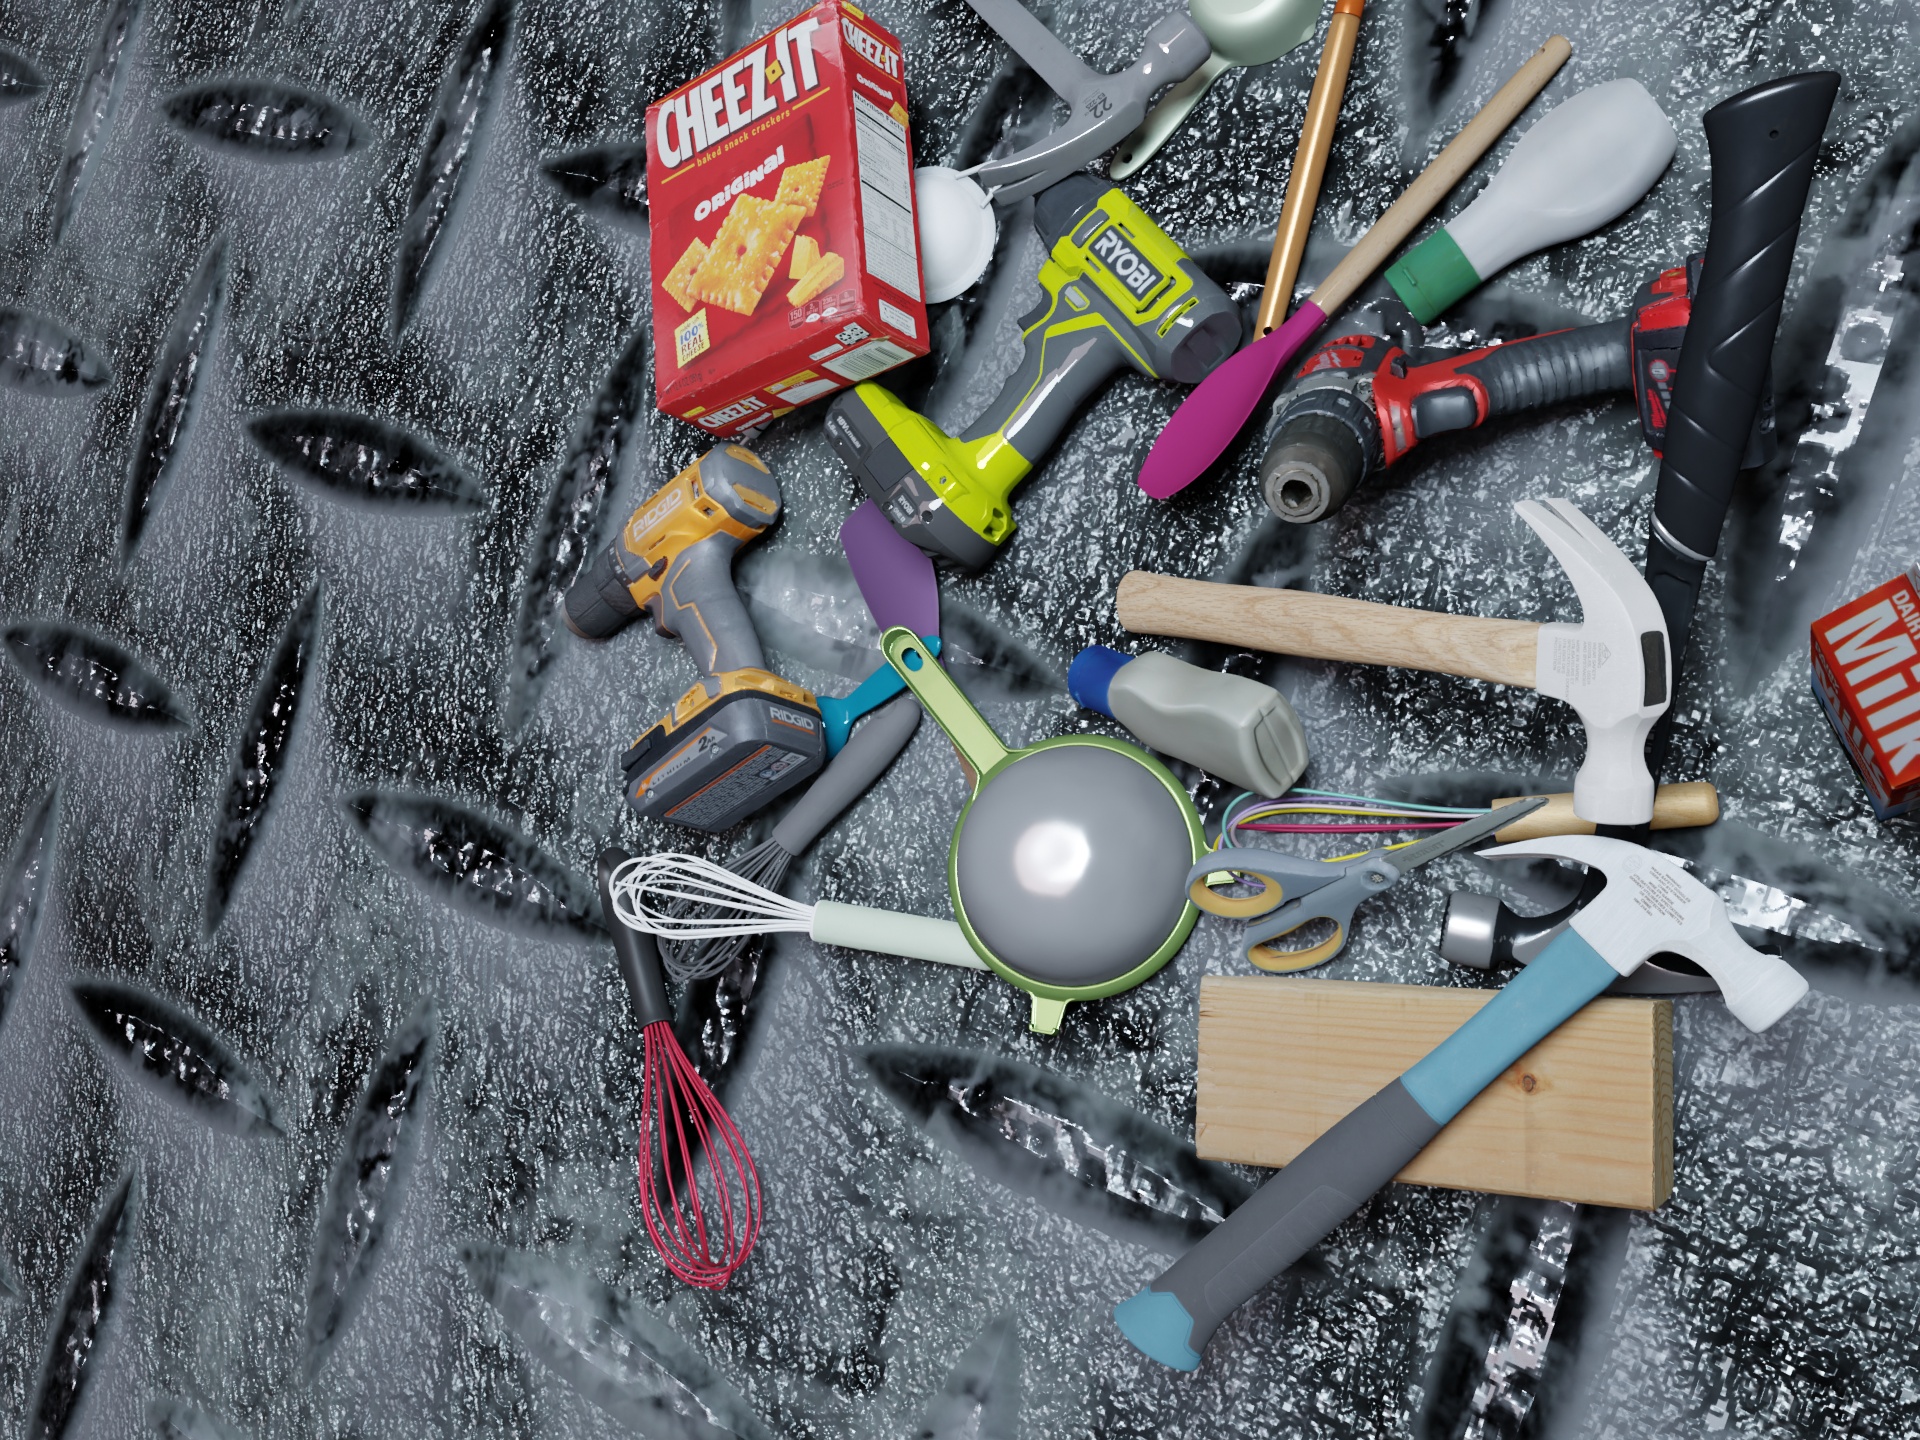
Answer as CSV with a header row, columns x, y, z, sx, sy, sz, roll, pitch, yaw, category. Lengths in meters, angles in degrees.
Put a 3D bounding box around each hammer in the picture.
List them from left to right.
x,y,z,sx,sy,sz,roll,pitch,yaw,category
-0.014,-0.475,0.998,0.144,0.035,0.406,-40,59,9,hammer
0.188,-0.046,0.770,0.331,0.031,0.130,16,110,55,hammer
0.196,0.179,0.707,0.331,0.033,0.128,-46,64,14,hammer
0.310,-0.058,0.681,0.149,0.036,0.408,11,115,19,hammer

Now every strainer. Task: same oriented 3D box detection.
x,y,z,sx,sy,sz,roll,pitch,yaw,category
-0.069,-0.264,1.023,0.258,0.050,0.087,-43,79,20,strainer
0.025,0.037,0.888,0.151,0.069,0.256,-41,70,6,strainer

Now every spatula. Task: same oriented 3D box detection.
x,y,z,sx,sy,sz,roll,pitch,yaw,category
-0.002,-0.003,0.956,0.059,0.018,0.316,-37,66,32,spatula
0.203,-0.358,0.860,0.081,0.041,0.322,14,99,5,spatula

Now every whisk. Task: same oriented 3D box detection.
x,y,z,sx,sy,sz,roll,pitch,yaw,category
-0.187,0.212,1.007,0.073,0.073,0.296,-32,63,21,whisk
-0.107,0.074,0.989,0.239,0.055,0.055,-47,64,11,whisk
-0.092,0.118,0.942,0.246,0.058,0.059,8,124,10,whisk
0.246,0.049,0.801,0.245,0.047,0.051,-7,91,24,whisk

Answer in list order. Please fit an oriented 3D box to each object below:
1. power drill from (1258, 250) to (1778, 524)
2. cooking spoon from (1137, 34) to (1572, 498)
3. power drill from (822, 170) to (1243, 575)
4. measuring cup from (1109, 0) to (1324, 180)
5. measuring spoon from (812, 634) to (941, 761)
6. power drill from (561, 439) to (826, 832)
x,y,z,sx,sy,sz,roll,pitch,yaw,category
0.254,-0.149,0.748,0.227,0.188,0.080,-5,114,26,power drill
0.210,-0.240,0.854,0.319,0.017,0.069,-47,29,7,cooking spoon
0.033,-0.210,0.938,0.223,0.080,0.171,-43,60,13,power drill
0.139,-0.389,0.924,0.167,0.038,0.083,-48,64,12,measuring cup
-0.062,-0.017,0.979,0.128,0.021,0.042,-36,66,30,measuring spoon
-0.181,-0.044,1.018,0.185,0.084,0.226,-32,58,29,power drill
